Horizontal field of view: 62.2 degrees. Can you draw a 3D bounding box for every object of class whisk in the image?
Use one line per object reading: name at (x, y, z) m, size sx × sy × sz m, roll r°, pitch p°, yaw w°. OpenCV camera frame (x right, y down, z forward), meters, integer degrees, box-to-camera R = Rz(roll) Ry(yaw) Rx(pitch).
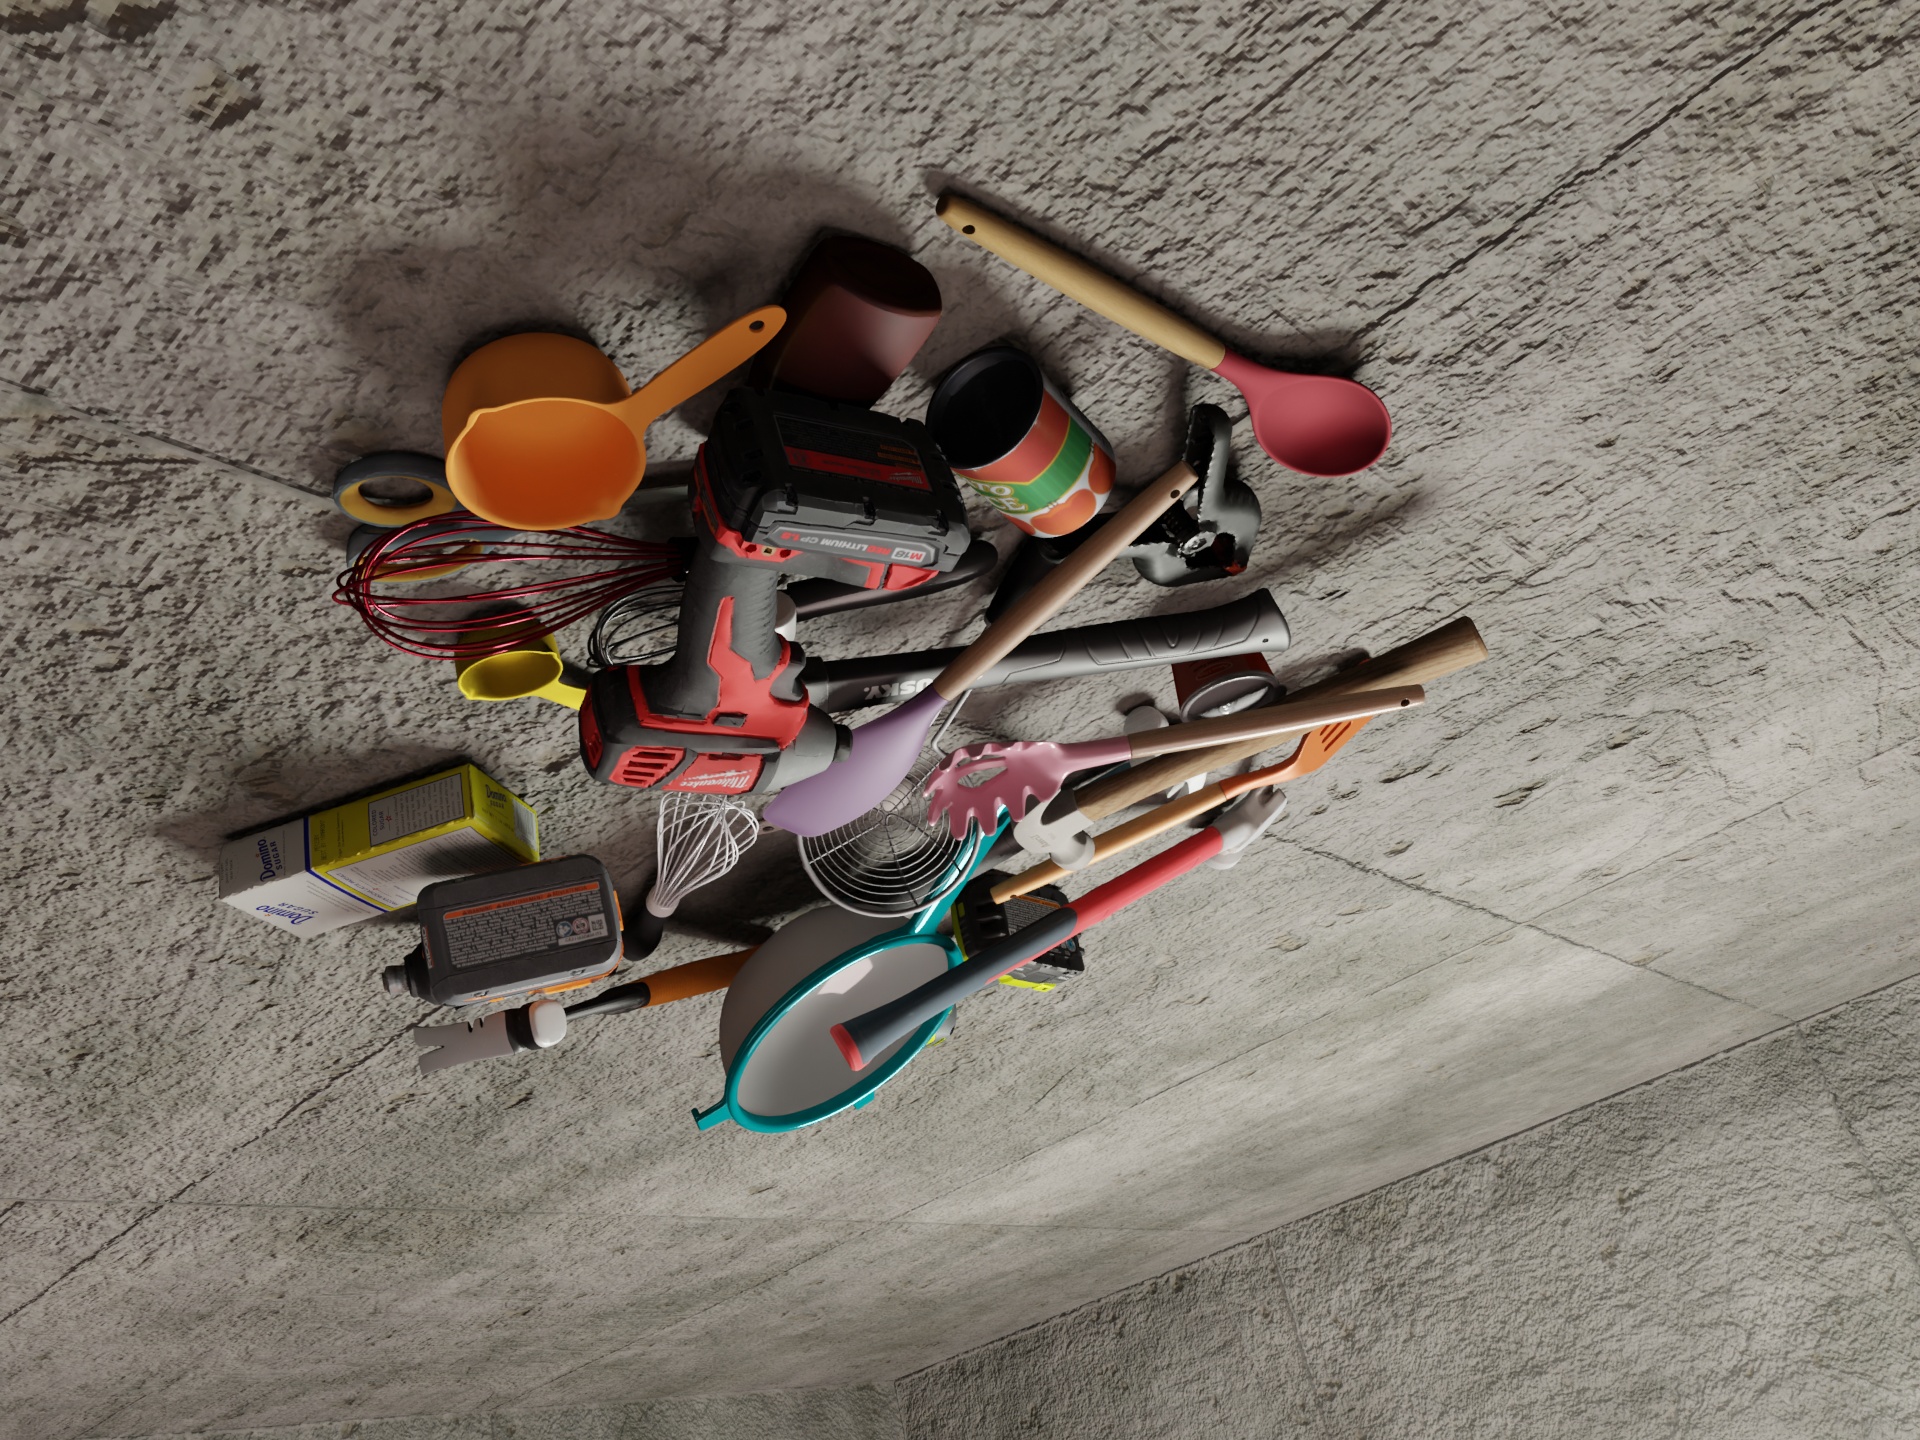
whisk at (-0.206, 0.115, 1.144) m, size 0.070 × 0.070 × 0.284 m, roll 1°, pitch 152°, yaw -25°
whisk at (-0.093, -0.066, 0.893) m, size 0.239 × 0.055 × 0.055 m, roll -15°, pitch 151°, yaw -9°
whisk at (-0.161, -0.079, 0.800) m, size 0.295 × 0.073 × 0.073 m, roll -11°, pitch 152°, yaw -31°

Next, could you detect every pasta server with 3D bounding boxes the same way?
pasta server at (0.132, 0.016, 0.981) m, size 0.316 × 0.040 × 0.060 m, roll -10°, pitch 122°, yaw 0°

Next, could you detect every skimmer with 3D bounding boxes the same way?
skimmer at (-0.002, -0.003, 0.989) m, size 0.127 × 0.090 × 0.363 m, roll 23°, pitch 139°, yaw -9°

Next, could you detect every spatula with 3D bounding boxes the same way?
spatula at (0.166, 0.055, 1.165) m, size 0.322 × 0.041 × 0.080 m, roll -25°, pitch 147°, yaw 6°
spatula at (0.009, -0.031, 0.868) m, size 0.059 × 0.018 × 0.316 m, roll 27°, pitch 122°, yaw -40°

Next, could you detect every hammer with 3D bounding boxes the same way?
hammer at (0.181, 0.011, 1.043) m, size 0.331 × 0.031 × 0.129 m, roll -25°, pitch 149°, yaw 18°
hammer at (-0.241, 0.205, 1.186) m, size 0.127 × 0.034 × 0.336 m, roll -17°, pitch 174°, yaw 29°
hammer at (0.040, 0.089, 1.224) m, size 0.331 × 0.033 × 0.128 m, roll -29°, pitch 146°, yaw 23°
hammer at (0.078, 0.151, 1.203) m, size 0.386 × 0.038 × 0.143 m, roll -26°, pitch 162°, yaw -20°
hammer at (0.036, -0.031, 0.920) m, size 0.334 × 0.035 × 0.146 m, roll -9°, pitch 138°, yaw -14°

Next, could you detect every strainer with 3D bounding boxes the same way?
strainer at (-0.074, 0.161, 1.203) m, size 0.210 × 0.095 × 0.340 m, roll 9°, pitch 120°, yaw -51°

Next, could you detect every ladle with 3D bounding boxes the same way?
ladle at (0.108, -0.189, 0.789) m, size 0.315 × 0.031 × 0.069 m, roll 17°, pitch 145°, yaw -39°

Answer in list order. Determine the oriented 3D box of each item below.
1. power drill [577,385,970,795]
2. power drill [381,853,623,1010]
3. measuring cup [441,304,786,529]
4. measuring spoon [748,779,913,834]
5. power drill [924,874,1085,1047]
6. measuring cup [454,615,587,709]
power drill at (-0.088, -0.045, 0.770) m, size 0.143 × 0.079 × 0.219 m, roll 6°, pitch 136°, yaw -30°
power drill at (-0.311, 0.153, 1.075) m, size 0.164 × 0.084 × 0.226 m, roll -11°, pitch 170°, yaw -17°
measuring cup at (-0.155, -0.153, 0.711) m, size 0.173 × 0.052 × 0.095 m, roll -28°, pitch 148°, yaw 15°
measuring spoon at (-0.093, 0.068, 1.143) m, size 0.124 × 0.018 × 0.034 m, roll -16°, pitch 150°, yaw 4°
power drill at (-0.027, 0.215, 1.366) m, size 0.228 × 0.080 × 0.190 m, roll -32°, pitch 147°, yaw 32°
measuring cup at (-0.231, -0.027, 0.924) m, size 0.062 × 0.029 × 0.156 m, roll -25°, pitch 160°, yaw 18°
